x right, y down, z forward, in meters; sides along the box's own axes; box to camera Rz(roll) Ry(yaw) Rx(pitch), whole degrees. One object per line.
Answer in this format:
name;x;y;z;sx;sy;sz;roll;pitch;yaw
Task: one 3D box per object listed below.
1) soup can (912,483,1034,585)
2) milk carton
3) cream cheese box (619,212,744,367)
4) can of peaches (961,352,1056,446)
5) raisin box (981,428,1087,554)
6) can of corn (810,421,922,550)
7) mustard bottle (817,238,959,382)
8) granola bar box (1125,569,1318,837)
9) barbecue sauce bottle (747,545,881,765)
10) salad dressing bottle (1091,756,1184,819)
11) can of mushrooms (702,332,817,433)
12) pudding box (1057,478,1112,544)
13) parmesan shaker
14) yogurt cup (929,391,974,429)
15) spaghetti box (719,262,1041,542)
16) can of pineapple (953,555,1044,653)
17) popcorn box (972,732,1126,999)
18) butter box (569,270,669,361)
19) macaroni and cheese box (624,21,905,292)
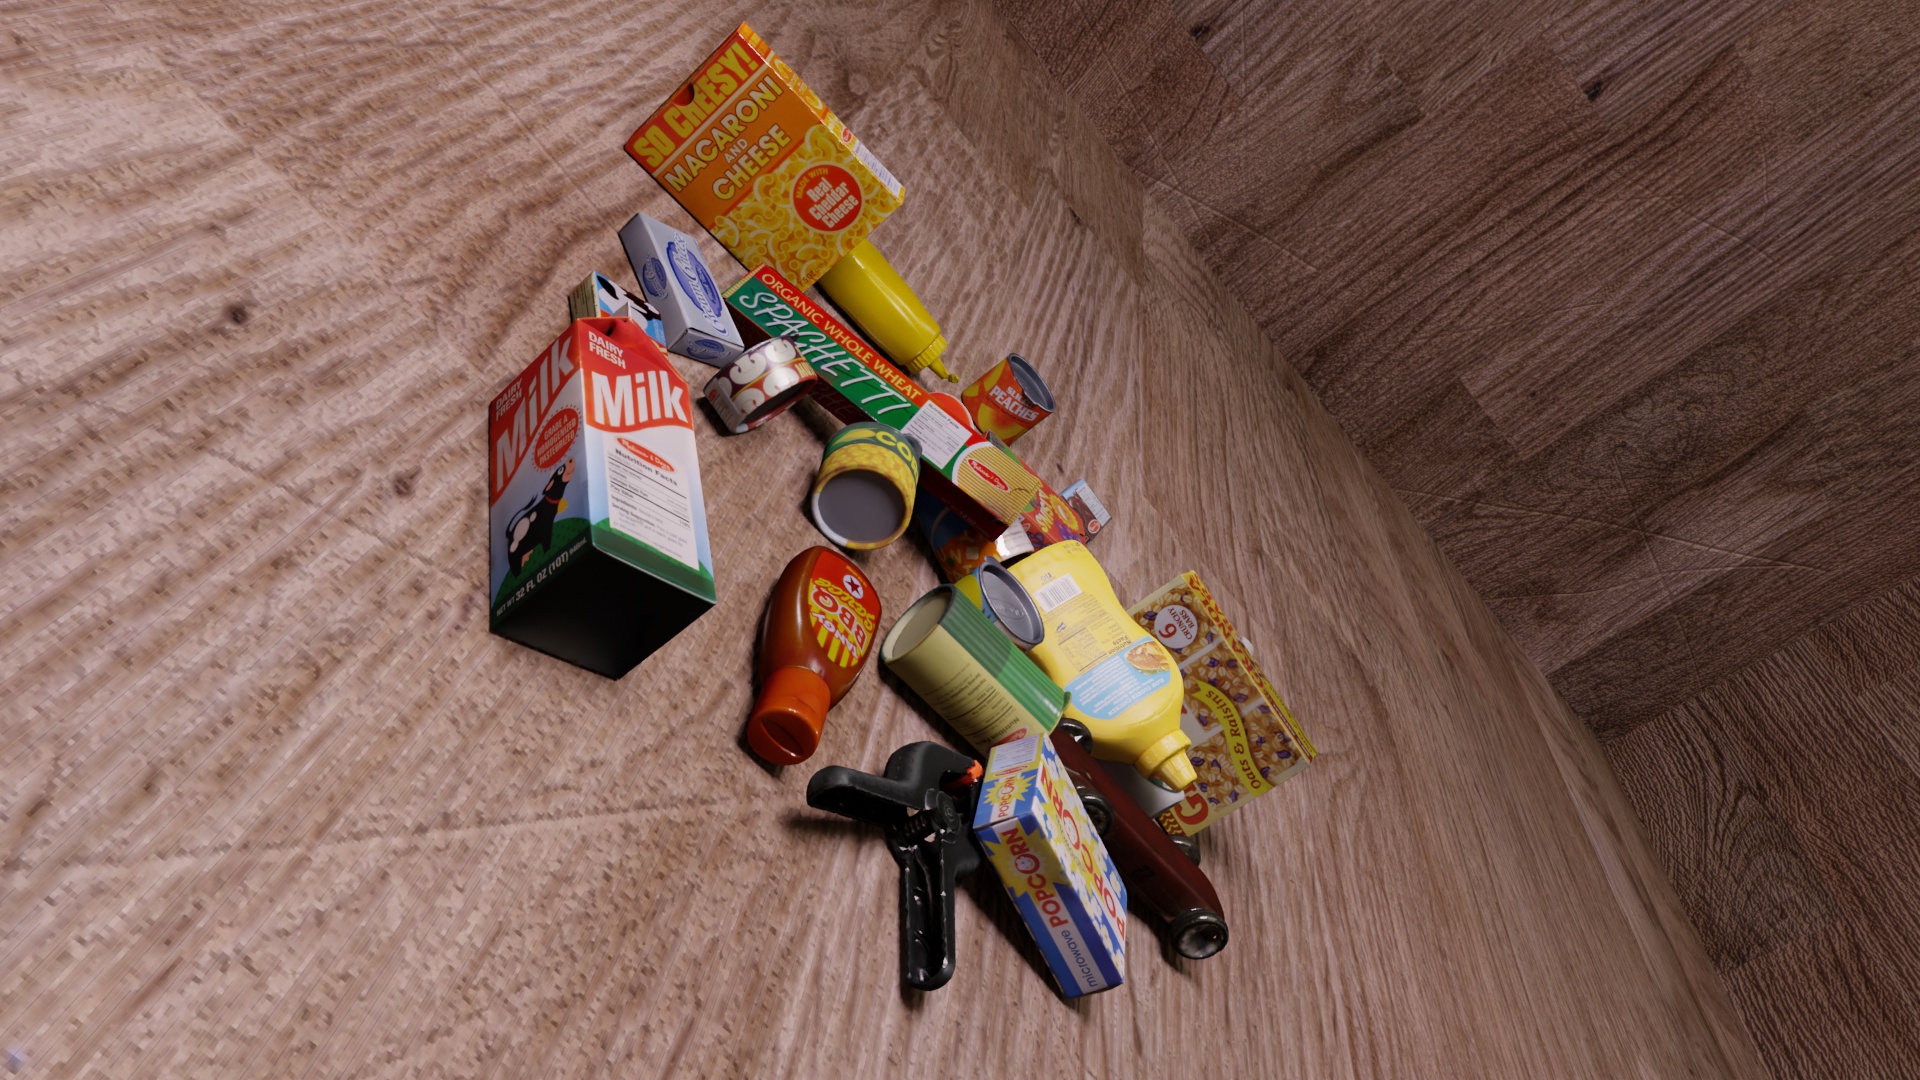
soup can;0.004;-0.013;1.000;0.084;0.071;0.071;63;24;10
milk carton;-0.177;-0.036;0.675;0.073;0.072;0.191;32;32;-42
cream cheese box;-0.183;-0.164;0.913;0.053;0.024;0.104;15;44;-56
can of peaches;0.043;-0.125;1.251;0.071;0.058;0.071;43;25;-25
raisin box;0.052;-0.022;1.143;0.123;0.040;0.086;42;24;-26
can of corn;-0.059;-0.036;0.905;0.071;0.071;0.058;44;25;-21
mustard bottle;-0.058;-0.187;1.158;0.160;0.048;0.065;48;22;-15
granola bar box;0.167;0.124;1.041;0.165;0.124;0.039;57;22;9
barbecue sauce bottle;-0.081;0.063;0.754;0.065;0.043;0.149;47;24;-18
salad dressing bottle;0.107;0.134;1.013;0.064;0.044;0.148;-1;56;-58
can of mushrooms;-0.123;-0.099;0.874;0.033;0.071;0.071;56;22;3
pudding box;0.104;-0.023;1.256;0.049;0.030;0.084;54;22;-1
parmesan shaker;0.010;0.082;0.865;0.103;0.071;0.071;46;23;-18
yogurt cup;-0.031;-0.077;1.031;0.054;0.072;0.072;-4;60;-55
spaghetti box;-0.057;-0.096;0.953;0.250;0.028;0.050;39;54;1
can of pineapple;0.013;0.055;0.930;0.071;0.057;0.071;43;24;-24
popcorn box;0.055;0.187;0.803;0.126;0.038;0.085;63;18;-17
butter box;-0.195;-0.105;0.804;0.053;0.024;0.104;29;32;-43
macaroni and cheese box;-0.142;-0.273;1.022;0.166;0.123;0.040;43;23;-22
